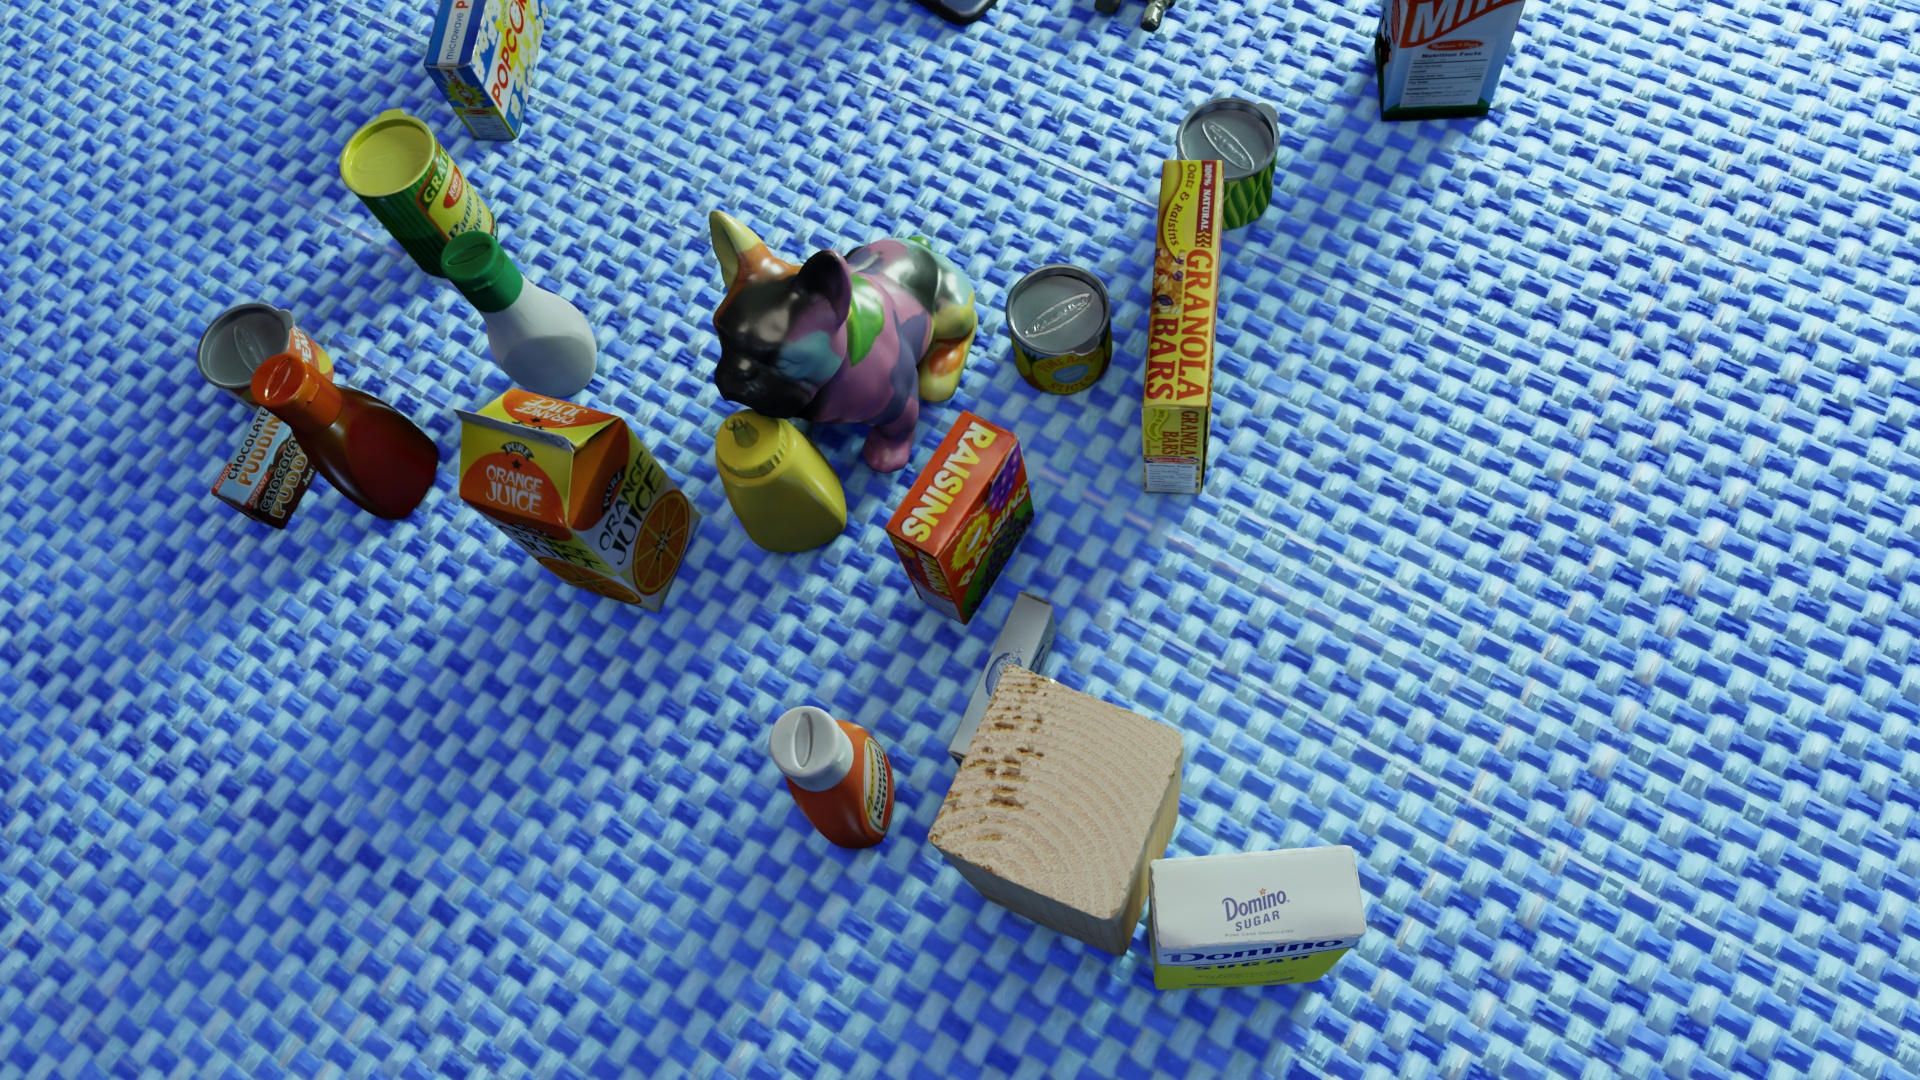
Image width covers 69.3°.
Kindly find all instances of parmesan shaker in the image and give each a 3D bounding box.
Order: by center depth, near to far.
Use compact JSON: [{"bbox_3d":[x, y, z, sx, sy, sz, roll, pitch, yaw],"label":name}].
[{"bbox_3d":[-0.375,-0.241,0.971,0.071,0.102,0.071,-3,68,7],"label":"parmesan shaker"}]

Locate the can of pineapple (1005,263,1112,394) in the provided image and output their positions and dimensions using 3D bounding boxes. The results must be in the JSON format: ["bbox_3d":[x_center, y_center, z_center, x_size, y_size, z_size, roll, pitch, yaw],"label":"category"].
[{"bbox_3d":[0.065,-0.133,0.892,0.071,0.057,0.071,-3,68,7],"label":"can of pineapple"}]

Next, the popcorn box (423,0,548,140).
[{"bbox_3d":[-0.350,-0.374,1.031,0.038,0.085,0.127,1,69,8],"label":"popcorn box"}]

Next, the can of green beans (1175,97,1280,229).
[{"bbox_3d":[0.176,-0.249,0.923,0.071,0.057,0.071,-3,68,7],"label":"can of green beans"}]

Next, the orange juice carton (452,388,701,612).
[{"bbox_3d":[-0.225,-0.028,0.816,0.072,0.192,0.073,16,72,14],"label":"orange juice carton"}]

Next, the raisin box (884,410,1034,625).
[{"bbox_3d":[0.003,-0.010,0.815,0.040,0.123,0.086,29,75,18],"label":"raisin box"}]

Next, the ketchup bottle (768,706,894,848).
[{"bbox_3d":[-0.069,0.126,0.757,0.043,0.148,0.065,-3,68,7],"label":"ketchup bottle"}]

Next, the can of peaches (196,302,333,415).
[{"bbox_3d":[-0.478,-0.123,0.962,0.071,0.058,0.071,-3,68,7],"label":"can of peaches"}]

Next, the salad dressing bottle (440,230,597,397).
[{"bbox_3d":[-0.283,-0.144,0.896,0.064,0.147,0.044,-22,67,-1],"label":"salad dressing bottle"}]

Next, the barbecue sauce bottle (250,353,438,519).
[{"bbox_3d":[-0.388,-0.068,0.879,0.044,0.148,0.065,15,72,13],"label":"barbecue sauce bottle"}]

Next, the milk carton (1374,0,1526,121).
[{"bbox_3d":[0.312,-0.354,0.874,0.073,0.190,0.072,0,69,8],"label":"milk carton"}]

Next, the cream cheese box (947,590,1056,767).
[{"bbox_3d":[0.027,0.086,0.811,0.024,0.053,0.104,20,73,15],"label":"cream cheese box"}]

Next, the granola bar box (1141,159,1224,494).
[{"bbox_3d":[0.136,-0.127,0.843,0.039,0.124,0.166,4,69,10],"label":"granola bar box"}]

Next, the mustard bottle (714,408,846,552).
[{"bbox_3d":[-0.111,-0.040,0.823,0.065,0.159,0.049,-16,67,2],"label":"mustard bottle"}]

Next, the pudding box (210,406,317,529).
[{"bbox_3d":[-0.461,-0.056,0.938,0.030,0.049,0.084,18,72,14],"label":"pudding box"}]
